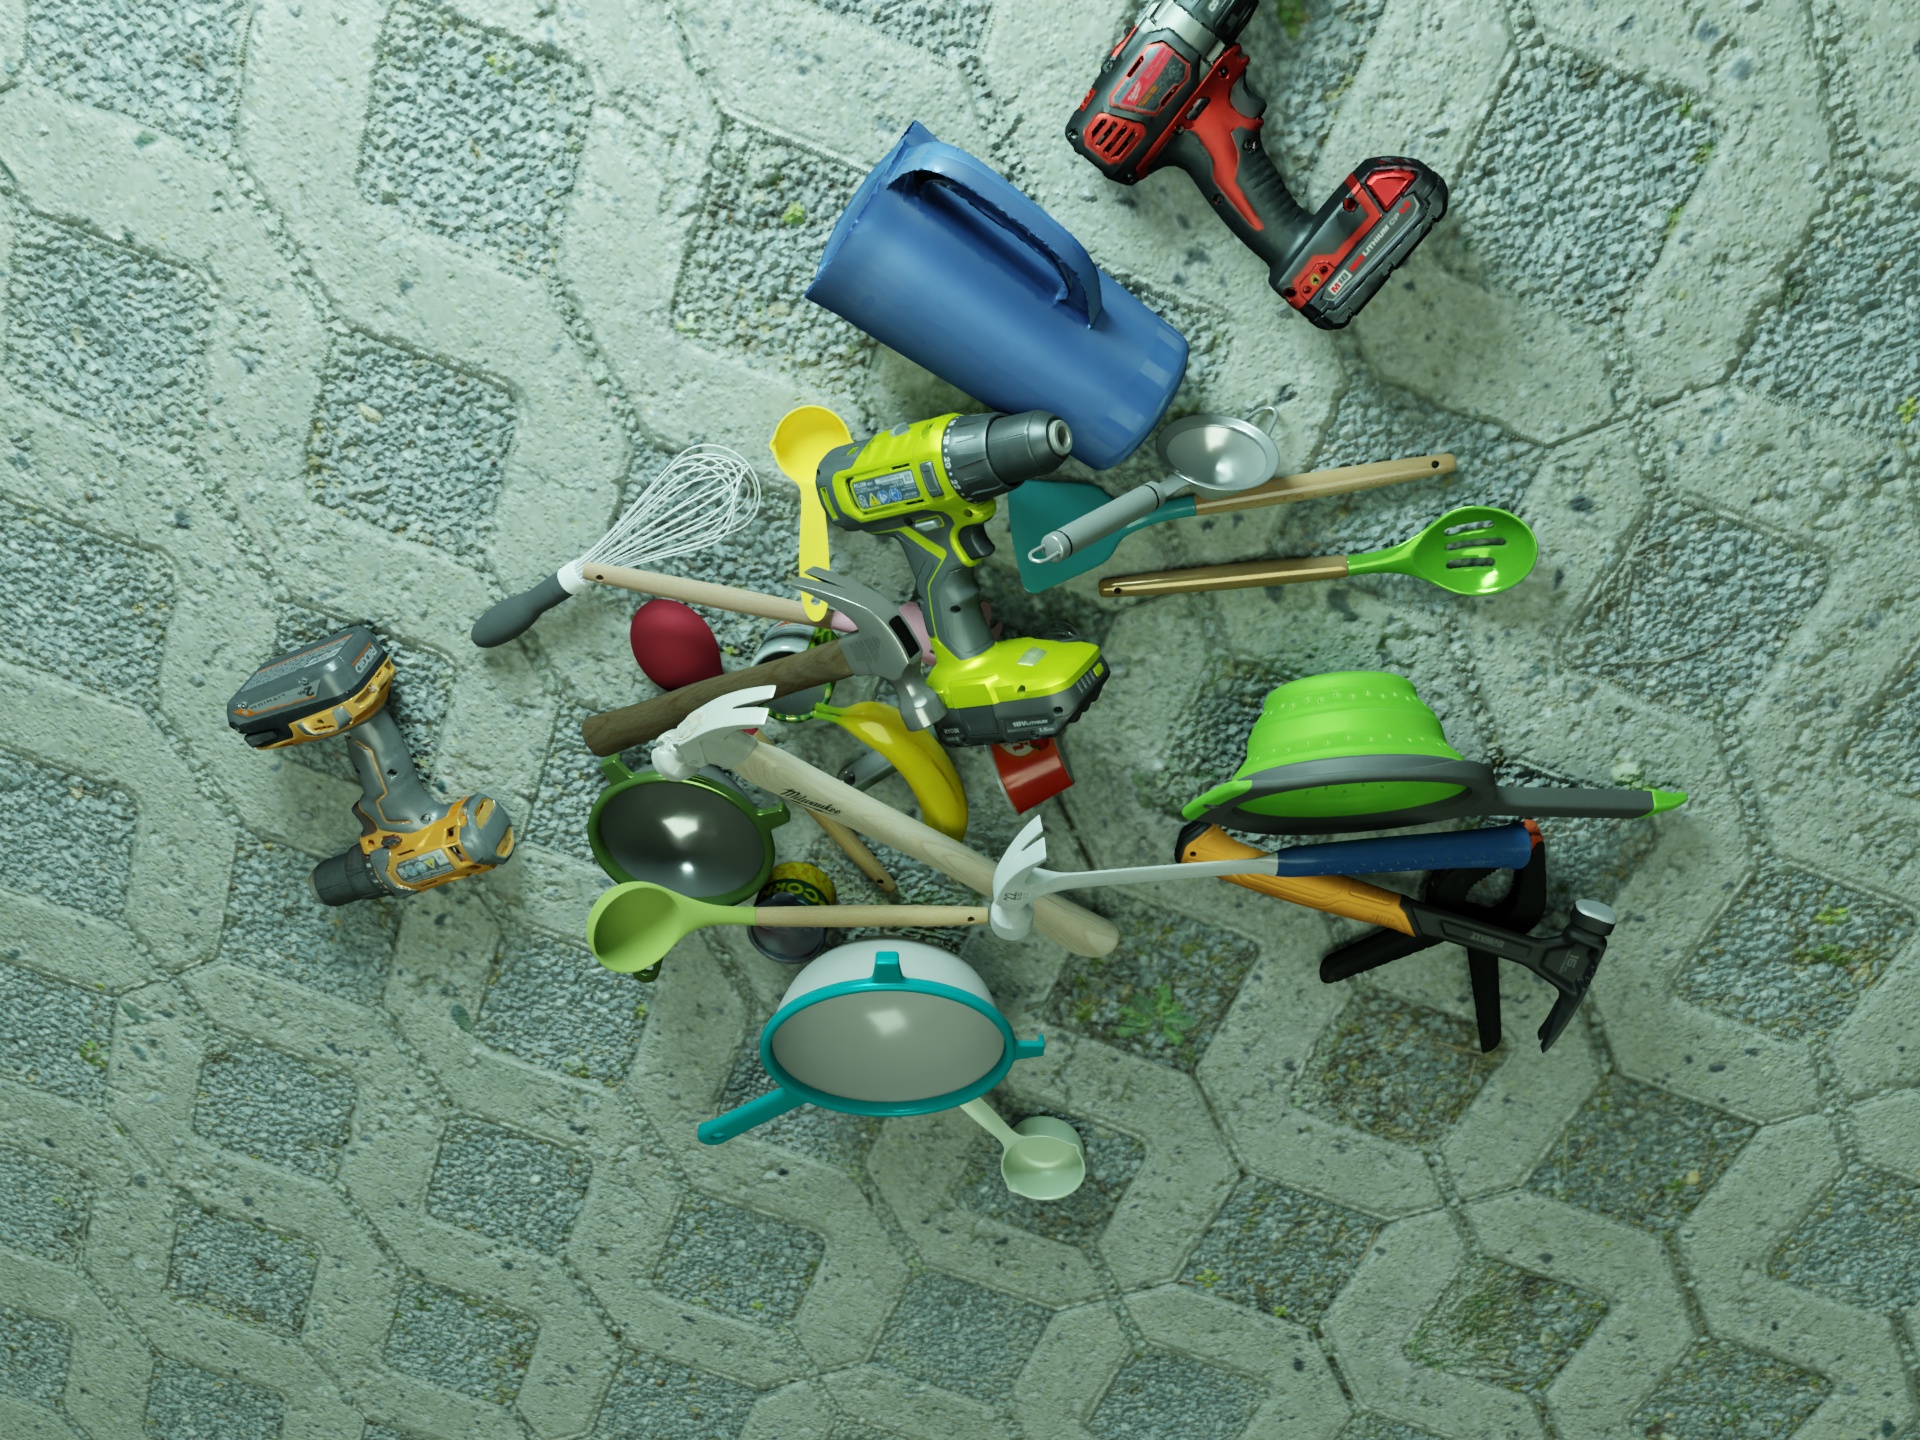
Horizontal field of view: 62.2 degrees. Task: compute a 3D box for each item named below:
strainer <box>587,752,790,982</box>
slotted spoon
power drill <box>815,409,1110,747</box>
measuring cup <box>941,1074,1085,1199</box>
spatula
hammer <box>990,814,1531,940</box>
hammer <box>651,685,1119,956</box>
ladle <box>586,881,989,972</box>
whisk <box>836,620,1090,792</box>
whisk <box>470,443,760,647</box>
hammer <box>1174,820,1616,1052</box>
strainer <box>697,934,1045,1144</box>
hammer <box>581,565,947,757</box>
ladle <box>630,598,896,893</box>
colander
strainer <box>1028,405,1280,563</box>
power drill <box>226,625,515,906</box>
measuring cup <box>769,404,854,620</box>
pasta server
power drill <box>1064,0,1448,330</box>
[{"bbox_3d":[-0.235,0.118,1.322,0.151,0.069,0.256,17,130,-7],"label":"strainer"},{"bbox_3d":[0.258,-0.113,1.170,0.314,0.031,0.070,-5,116,10],"label":"slotted spoon"},{"bbox_3d":[0.018,-0.102,1.099,0.190,0.080,0.228,-6,115,36],"label":"power drill"},{"bbox_3d":[0.044,0.363,1.429,0.083,0.038,0.167,-39,105,22],"label":"measuring cup"},{"bbox_3d":[0.195,-0.157,1.143,0.317,0.044,0.082,-9,94,8],"label":"spatula"},{"bbox_3d":[0.226,0.107,1.193,0.405,0.035,0.144,-4,148,-4],"label":"hammer"},{"bbox_3d":[-0.029,0.090,1.224,0.410,0.038,0.146,30,148,-28],"label":"hammer"},{"bbox_3d":[-0.138,0.163,1.267,0.320,0.062,0.078,-1,116,3],"label":"ladle"},{"bbox_3d":[-0.002,-0.004,1.241,0.246,0.059,0.058,-32,72,24],"label":"whisk"},{"bbox_3d":[-0.268,-0.124,1.202,0.284,0.070,0.070,-27,112,23],"label":"whisk"},{"bbox_3d":[0.332,0.155,1.265,0.337,0.034,0.127,18,112,7],"label":"hammer"},{"bbox_3d":[-0.107,0.271,1.367,0.340,0.095,0.210,-32,130,31],"label":"strainer"},{"bbox_3d":[-0.167,-0.024,1.188,0.331,0.031,0.130,-15,108,35],"label":"hammer"},{"bbox_3d":[-0.153,0.029,1.284,0.069,0.031,0.315,-32,111,20],"label":"ladle"},{"bbox_3d":[0.362,0.024,1.193,0.397,0.204,0.094,2,74,-14],"label":"colander"},{"bbox_3d":[0.131,-0.152,1.066,0.087,0.258,0.050,36,137,27],"label":"strainer"},{"bbox_3d":[-0.499,0.052,1.302,0.185,0.084,0.226,-19,118,16],"label":"power drill"},{"bbox_3d":[-0.107,-0.152,1.165,0.062,0.029,0.156,0,104,0],"label":"measuring cup"},{"bbox_3d":[-0.123,-0.084,1.192,0.316,0.040,0.060,11,118,-8],"label":"pasta server"},{"bbox_3d":[0.204,-0.381,1.012,0.226,0.080,0.188,36,114,-9],"label":"power drill"}]
